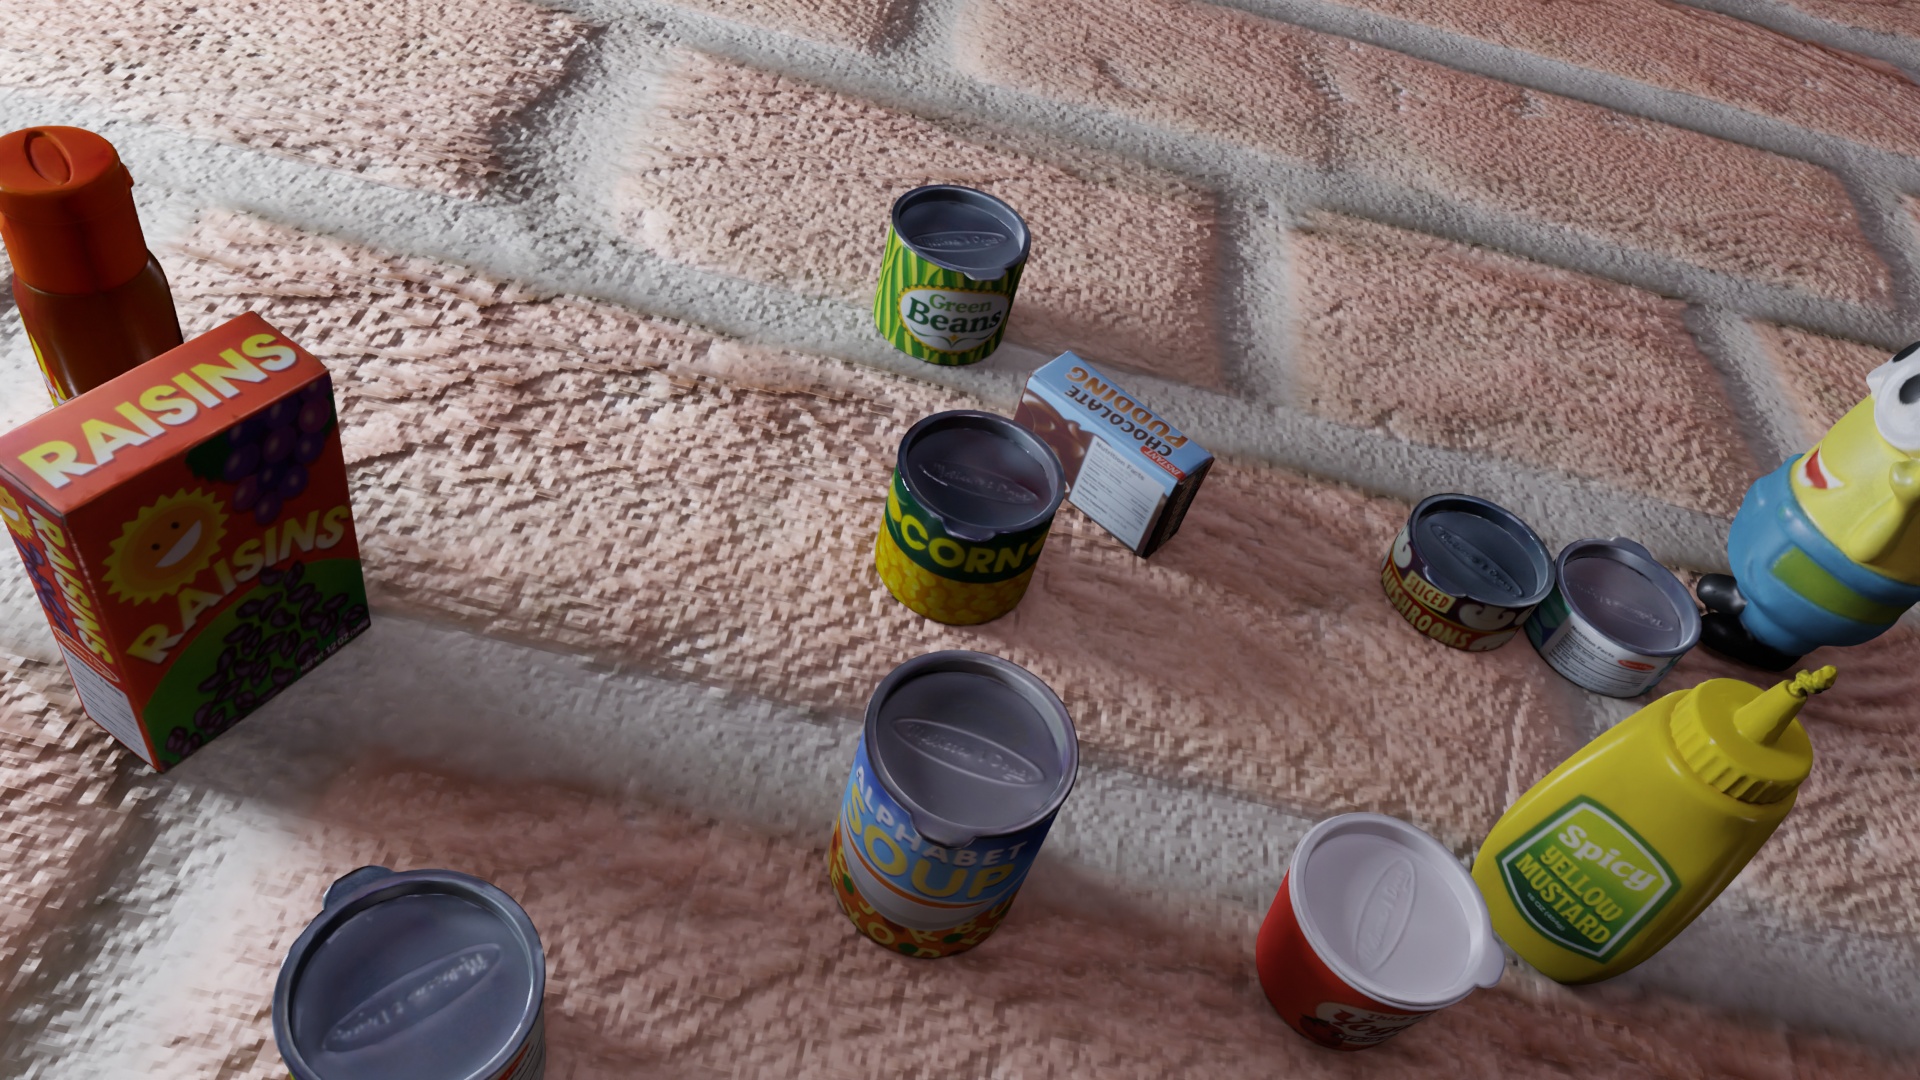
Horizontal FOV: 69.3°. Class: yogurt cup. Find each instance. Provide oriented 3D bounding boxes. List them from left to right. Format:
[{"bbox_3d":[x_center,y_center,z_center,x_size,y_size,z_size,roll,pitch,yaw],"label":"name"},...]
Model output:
[{"bbox_3d":[0.133,0.133,0.462,0.072,0.053,0.073,8,47,-9],"label":"yogurt cup"}]

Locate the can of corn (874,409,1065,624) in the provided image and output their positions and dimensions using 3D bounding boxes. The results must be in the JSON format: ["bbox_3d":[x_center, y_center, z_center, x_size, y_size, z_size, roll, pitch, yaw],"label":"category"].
[{"bbox_3d":[0.002,-0.007,0.550,0.071,0.058,0.071,8,47,-9],"label":"can of corn"}]

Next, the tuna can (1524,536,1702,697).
[{"bbox_3d":[0.287,0.032,0.613,0.071,0.032,0.071,8,47,-9],"label":"tuna can"}]

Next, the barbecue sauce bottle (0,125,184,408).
[{"bbox_3d":[-0.281,-0.064,0.459,0.044,0.147,0.065,-22,58,-31],"label":"barbecue sauce bottle"}]

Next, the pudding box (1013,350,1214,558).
[{"bbox_3d":[0.063,-0.038,0.602,0.084,0.049,0.030,39,50,19],"label":"pudding box"}]

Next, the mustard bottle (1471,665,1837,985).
[{"bbox_3d":[0.230,0.088,0.458,0.049,0.159,0.065,-27,60,-34],"label":"mustard bottle"}]

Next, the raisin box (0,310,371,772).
[{"bbox_3d":[-0.234,0.002,0.430,0.040,0.122,0.086,33,48,15],"label":"raisin box"}]

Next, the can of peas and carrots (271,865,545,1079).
[{"bbox_3d":[-0.149,0.132,0.380,0.071,0.058,0.071,8,47,-9],"label":"can of peas and carrots"}]

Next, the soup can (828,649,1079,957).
[{"bbox_3d":[-0.006,0.088,0.444,0.071,0.083,0.072,8,47,-9],"label":"soup can"}]

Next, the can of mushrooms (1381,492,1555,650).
[{"bbox_3d":[0.221,0.014,0.610,0.071,0.033,0.071,8,47,-9],"label":"can of mushrooms"}]

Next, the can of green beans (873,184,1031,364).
[{"bbox_3d":[-0.005,-0.125,0.658,0.071,0.057,0.071,8,47,-9],"label":"can of green beans"}]
